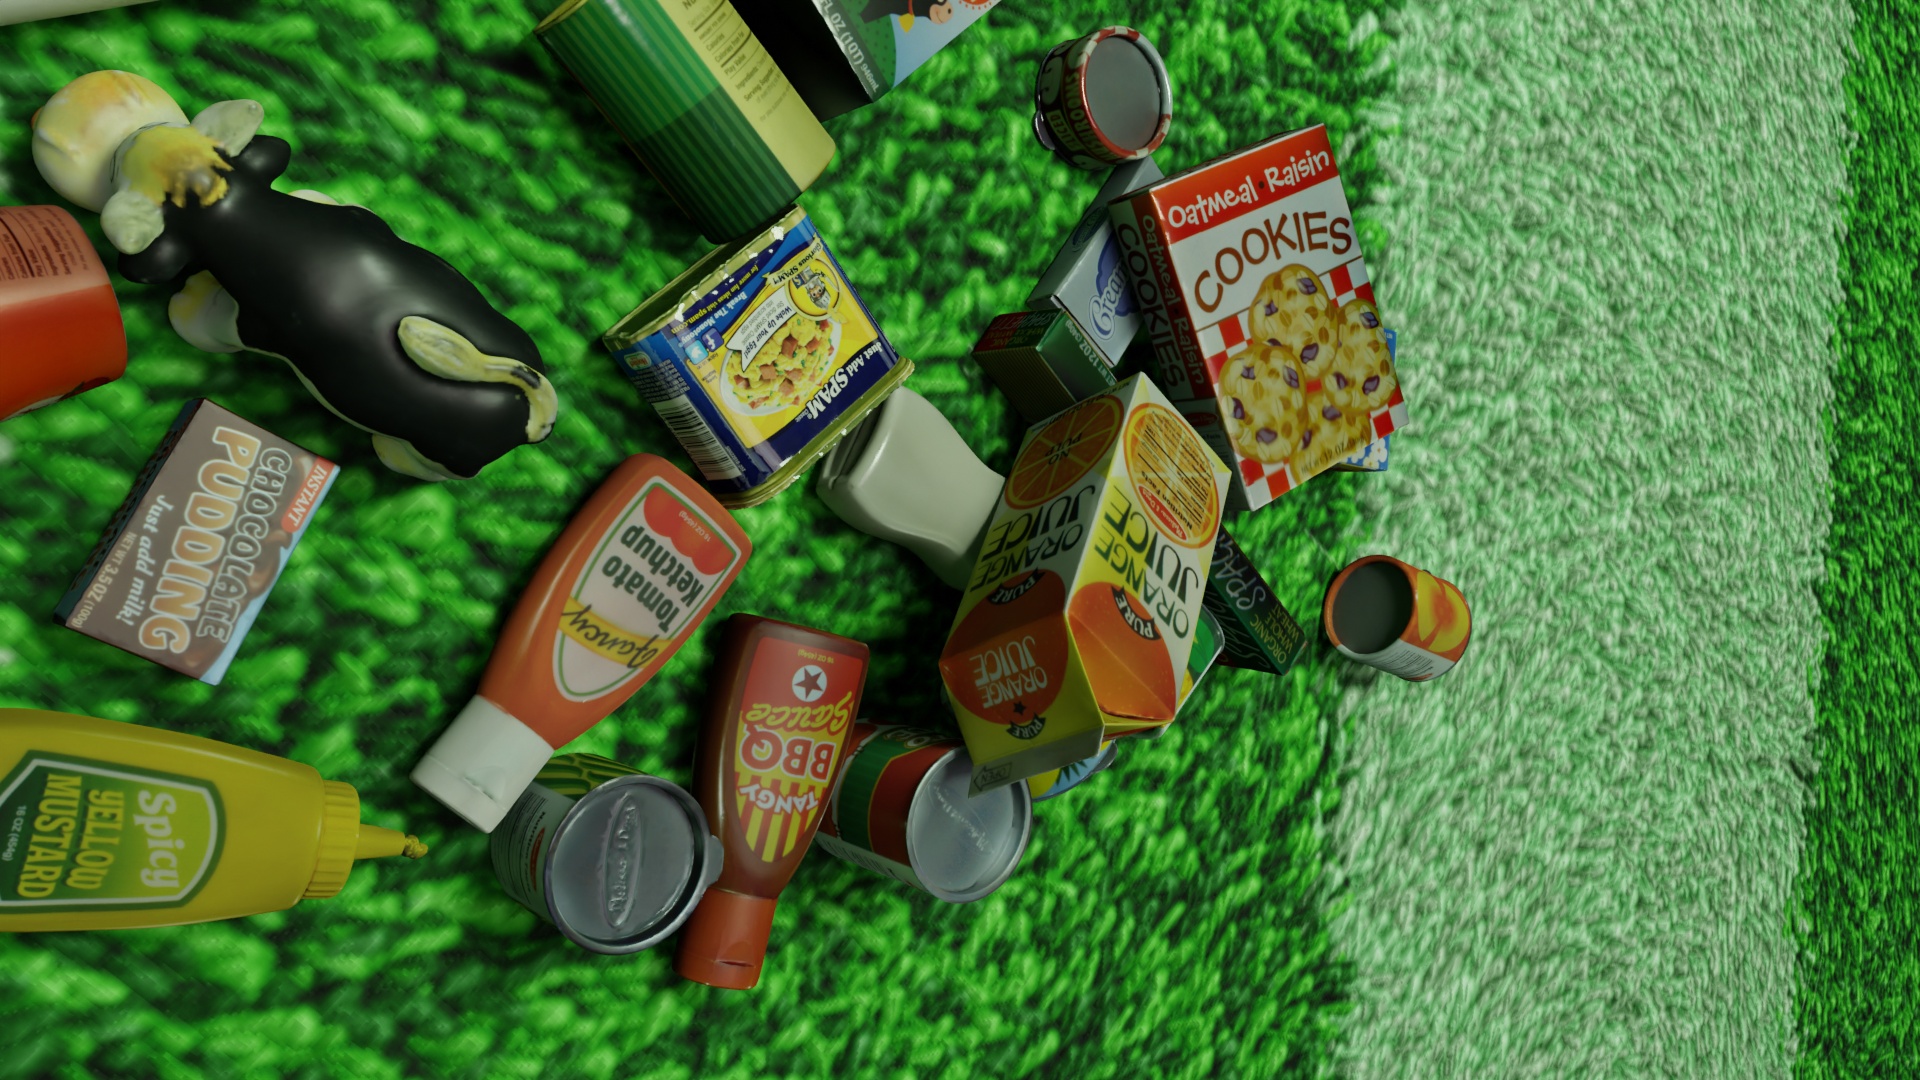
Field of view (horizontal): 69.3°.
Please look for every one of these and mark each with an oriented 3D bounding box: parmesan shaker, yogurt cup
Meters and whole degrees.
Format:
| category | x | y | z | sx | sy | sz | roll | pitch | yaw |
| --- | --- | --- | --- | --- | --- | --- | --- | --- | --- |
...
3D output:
| category | x | y | z | sx | sy | sz | roll | pitch | yaw |
| --- | --- | --- | --- | --- | --- | --- | --- | --- | --- |
| parmesan shaker | -0.106 | -0.173 | 0.538 | 0.071 | 0.071 | 0.103 | -52 | 121 | -24 |
| yogurt cup | -0.285 | -0.067 | 0.407 | 0.054 | 0.072 | 0.072 | -27 | 108 | -42 |

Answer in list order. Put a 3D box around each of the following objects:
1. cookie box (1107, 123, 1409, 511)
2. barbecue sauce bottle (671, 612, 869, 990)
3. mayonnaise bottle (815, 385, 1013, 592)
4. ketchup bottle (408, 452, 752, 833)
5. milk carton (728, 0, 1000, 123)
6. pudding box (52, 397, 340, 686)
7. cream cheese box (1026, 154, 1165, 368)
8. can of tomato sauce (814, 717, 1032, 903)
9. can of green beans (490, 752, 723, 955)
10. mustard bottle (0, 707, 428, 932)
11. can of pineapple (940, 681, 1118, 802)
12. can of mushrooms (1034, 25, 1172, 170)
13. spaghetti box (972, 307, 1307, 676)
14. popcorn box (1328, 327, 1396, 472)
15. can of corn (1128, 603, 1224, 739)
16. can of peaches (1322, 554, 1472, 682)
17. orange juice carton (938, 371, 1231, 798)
| category | x | y | z | sx | sy | sz | roll | pitch | yaw |
| --- | --- | --- | --- | --- | --- | --- | --- | --- | --- |
| cookie box | 0.156 | -0.115 | 0.715 | 0.123 | 0.040 | 0.167 | -27 | 104 | -27 |
| barbecue sauce bottle | -0.085 | 0.108 | 0.580 | 0.065 | 0.043 | 0.148 | 18 | 81 | -32 |
| mayonnaise bottle | 0.002 | -0.008 | 0.645 | 0.148 | 0.041 | 0.065 | 38 | 64 | -34 |
| ketchup bottle | -0.146 | 0.040 | 0.530 | 0.064 | 0.043 | 0.149 | 47 | 65 | -28 |
| milk carton | -0.016 | -0.260 | 0.601 | 0.191 | 0.073 | 0.072 | -48 | 118 | -26 |
| pudding box | -0.250 | 0.001 | 0.457 | 0.049 | 0.030 | 0.084 | 35 | 71 | -34 |
| cream cheese box | 0.081 | -0.142 | 0.711 | 0.053 | 0.024 | 0.104 | 45 | 65 | -29 |
| can of tomato sauce | -0.019 | 0.113 | 0.605 | 0.071 | 0.083 | 0.071 | -2 | 93 | -38 |
| can of green beans | -0.138 | 0.118 | 0.530 | 0.071 | 0.058 | 0.071 | -2 | 93 | -38 |
| mustard bottle | -0.250 | 0.092 | 0.448 | 0.160 | 0.049 | 0.065 | 14 | 85 | -37 |
| can of pineapple | 0.033 | 0.080 | 0.654 | 0.071 | 0.071 | 0.057 | -44 | 117 | -28 |
| can of mushrooms | 0.072 | -0.220 | 0.696 | 0.071 | 0.033 | 0.071 | -2 | 94 | -38 |
| spaghetti box | 0.098 | -0.018 | 0.713 | 0.249 | 0.050 | 0.029 | 49 | 65 | -28 |
| popcorn box | 0.194 | -0.087 | 0.792 | 0.127 | 0.038 | 0.085 | 6 | 87 | -37 |
| can of corn | 0.087 | 0.056 | 0.698 | 0.058 | 0.071 | 0.071 | -50 | 119 | -24 |
| can of peaches | 0.260 | 0.044 | 0.832 | 0.058 | 0.071 | 0.071 | 19 | 80 | -36 |
| orange juice carton | 0.053 | 0.023 | 0.592 | 0.073 | 0.071 | 0.194 | 44 | 44 | -23 |
